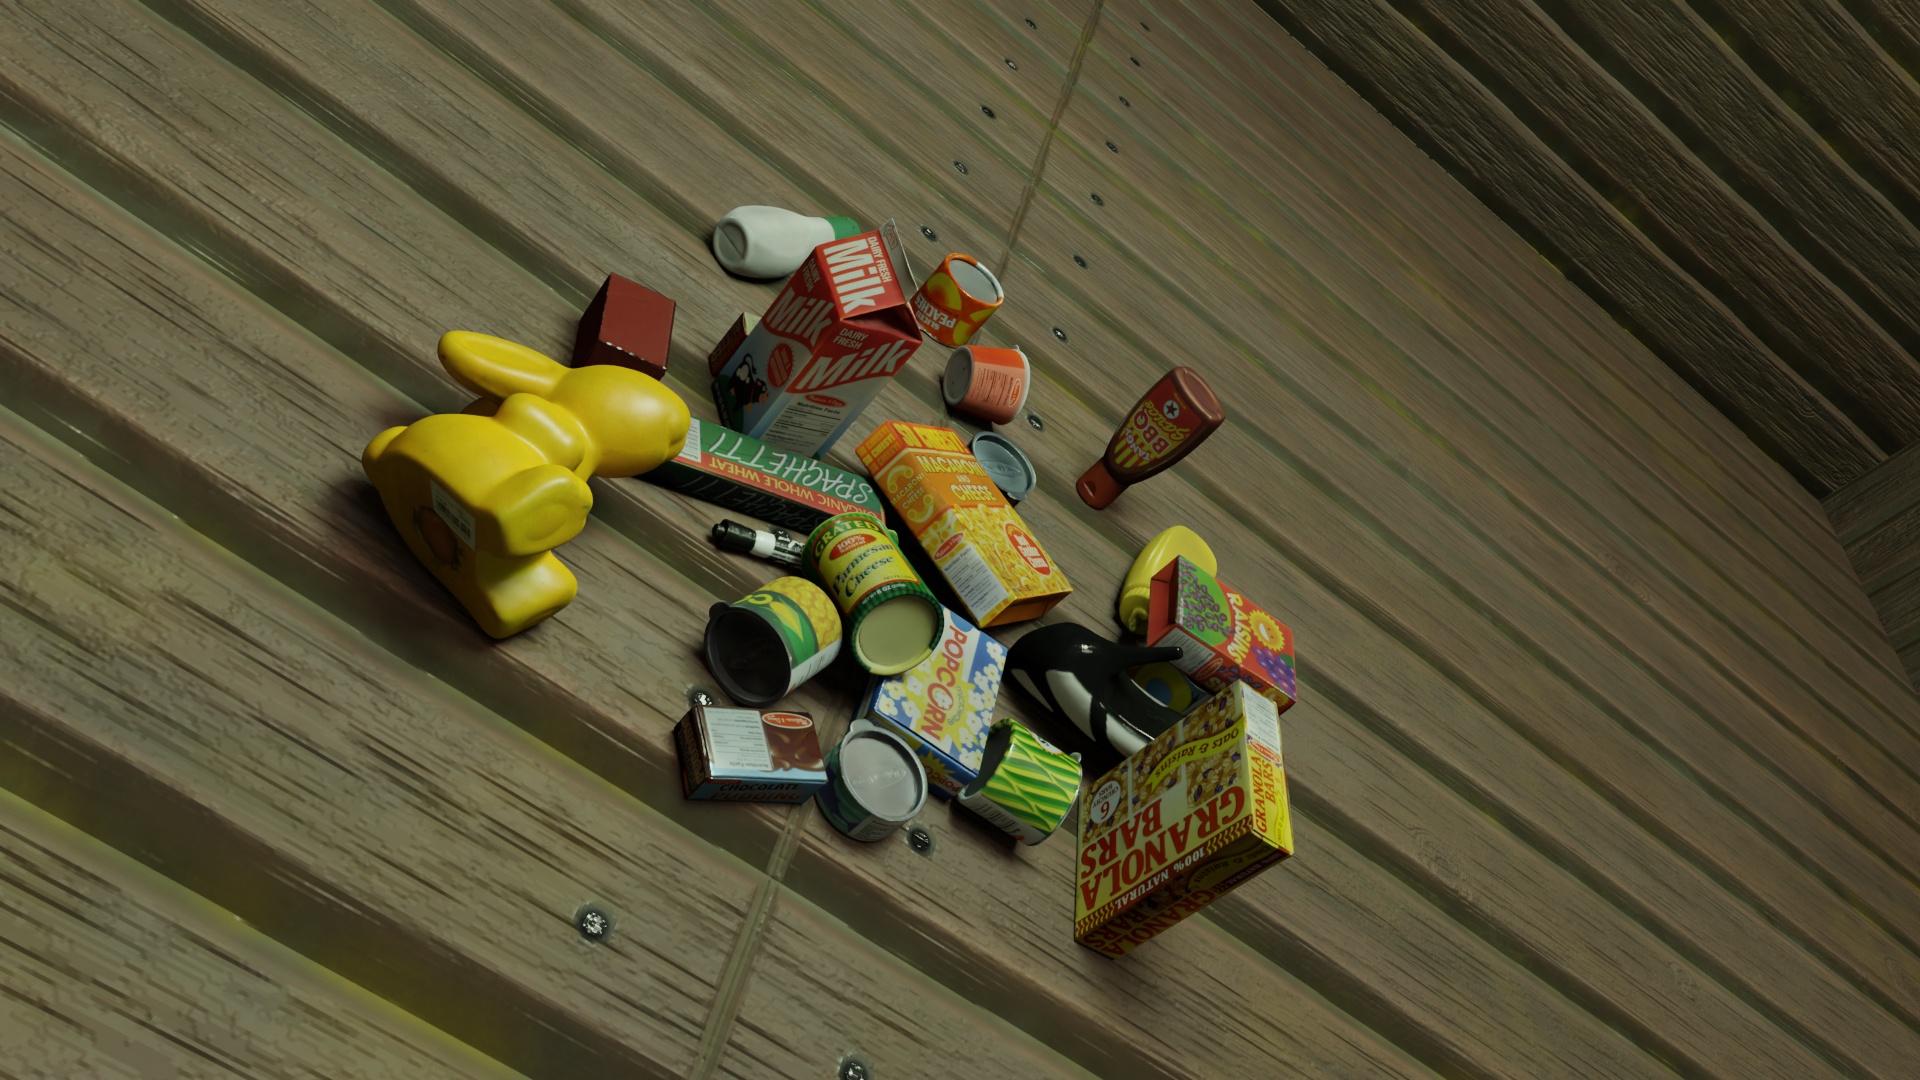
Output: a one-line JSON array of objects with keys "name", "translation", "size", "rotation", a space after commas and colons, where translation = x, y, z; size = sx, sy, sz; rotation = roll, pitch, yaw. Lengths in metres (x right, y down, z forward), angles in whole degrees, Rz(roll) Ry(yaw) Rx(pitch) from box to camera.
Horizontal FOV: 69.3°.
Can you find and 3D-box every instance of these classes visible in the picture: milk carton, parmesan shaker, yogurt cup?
[{"name": "milk carton", "translation": [-0.093, -0.139, 0.983], "size": [0.073, 0.189, 0.072], "rotation": [10, 49, -40]}, {"name": "parmesan shaker", "translation": [-0.057, 0.033, 0.923], "size": [0.071, 0.071, 0.103], "rotation": [17, 20, -34]}, {"name": "yogurt cup", "translation": [0.020, -0.138, 1.206], "size": [0.054, 0.072, 0.073], "rotation": [10, 48, -29]}]

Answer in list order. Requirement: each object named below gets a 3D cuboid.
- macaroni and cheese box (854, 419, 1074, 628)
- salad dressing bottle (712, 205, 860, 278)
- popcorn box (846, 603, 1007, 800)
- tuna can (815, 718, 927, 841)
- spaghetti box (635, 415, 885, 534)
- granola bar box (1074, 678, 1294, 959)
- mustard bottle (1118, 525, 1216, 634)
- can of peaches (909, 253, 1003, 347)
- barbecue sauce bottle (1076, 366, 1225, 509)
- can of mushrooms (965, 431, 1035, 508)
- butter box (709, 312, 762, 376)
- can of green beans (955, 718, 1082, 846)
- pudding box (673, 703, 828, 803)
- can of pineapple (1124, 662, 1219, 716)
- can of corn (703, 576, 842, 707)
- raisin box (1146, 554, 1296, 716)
[{"name": "macaroni and cheese box", "translation": [0.004, -0.013, 1.058], "size": [0.167, 0.040, 0.124], "rotation": [54, 20, 15]}, {"name": "salad dressing bottle", "translation": [-0.143, -0.254, 1.175], "size": [0.064, 0.043, 0.148], "rotation": [53, 35, 13]}, {"name": "popcorn box", "translation": [-0.020, 0.103, 0.948], "size": [0.085, 0.038, 0.127], "rotation": [34, 37, -14]}, {"name": "tuna can", "translation": [-0.057, 0.150, 0.869], "size": [0.071, 0.032, 0.071], "rotation": [27, 39, -24]}, {"name": "spaghetti box", "translation": [-0.163, -0.051, 0.966], "size": [0.250, 0.028, 0.050], "rotation": [20, 43, -31]}, {"name": "granola bar box", "translation": [0.144, 0.186, 0.922], "size": [0.039, 0.164, 0.125], "rotation": [32, 37, -20]}, {"name": "mustard bottle", "translation": [0.170, 0.041, 1.190], "size": [0.065, 0.048, 0.161], "rotation": [47, 36, 2]}, {"name": "can of peaches", "translation": [-0.004, -0.219, 1.264], "size": [0.071, 0.057, 0.071], "rotation": [27, 39, -25]}, {"name": "barbecue sauce bottle", "translation": [0.162, -0.084, 1.220], "size": [0.044, 0.148, 0.065], "rotation": [-13, 65, -50]}, {"name": "can of mushrooms", "translation": [0.028, -0.053, 1.154], "size": [0.071, 0.033, 0.071], "rotation": [27, 39, -24]}, {"name": "butter box", "translation": [-0.134, -0.138, 1.060], "size": [0.103, 0.053, 0.024], "rotation": [12, 50, -37]}, {"name": "can of green beans", "translation": [0.038, 0.160, 0.927], "size": [0.058, 0.071, 0.071], "rotation": [35, 37, -14]}, {"name": "pudding box", "translation": [-0.124, 0.128, 0.827], "size": [0.084, 0.030, 0.050], "rotation": [10, 47, -39]}, {"name": "can of pineapple", "translation": [0.172, 0.109, 1.118], "size": [0.071, 0.057, 0.071], "rotation": [27, 39, -24]}, {"name": "can of corn", "translation": [-0.118, 0.060, 0.869], "size": [0.071, 0.071, 0.058], "rotation": [50, 35, 6]}, {"name": "raisin box", "translation": [0.206, 0.079, 1.097], "size": [0.123, 0.040, 0.086], "rotation": [32, 36, -15]}]
